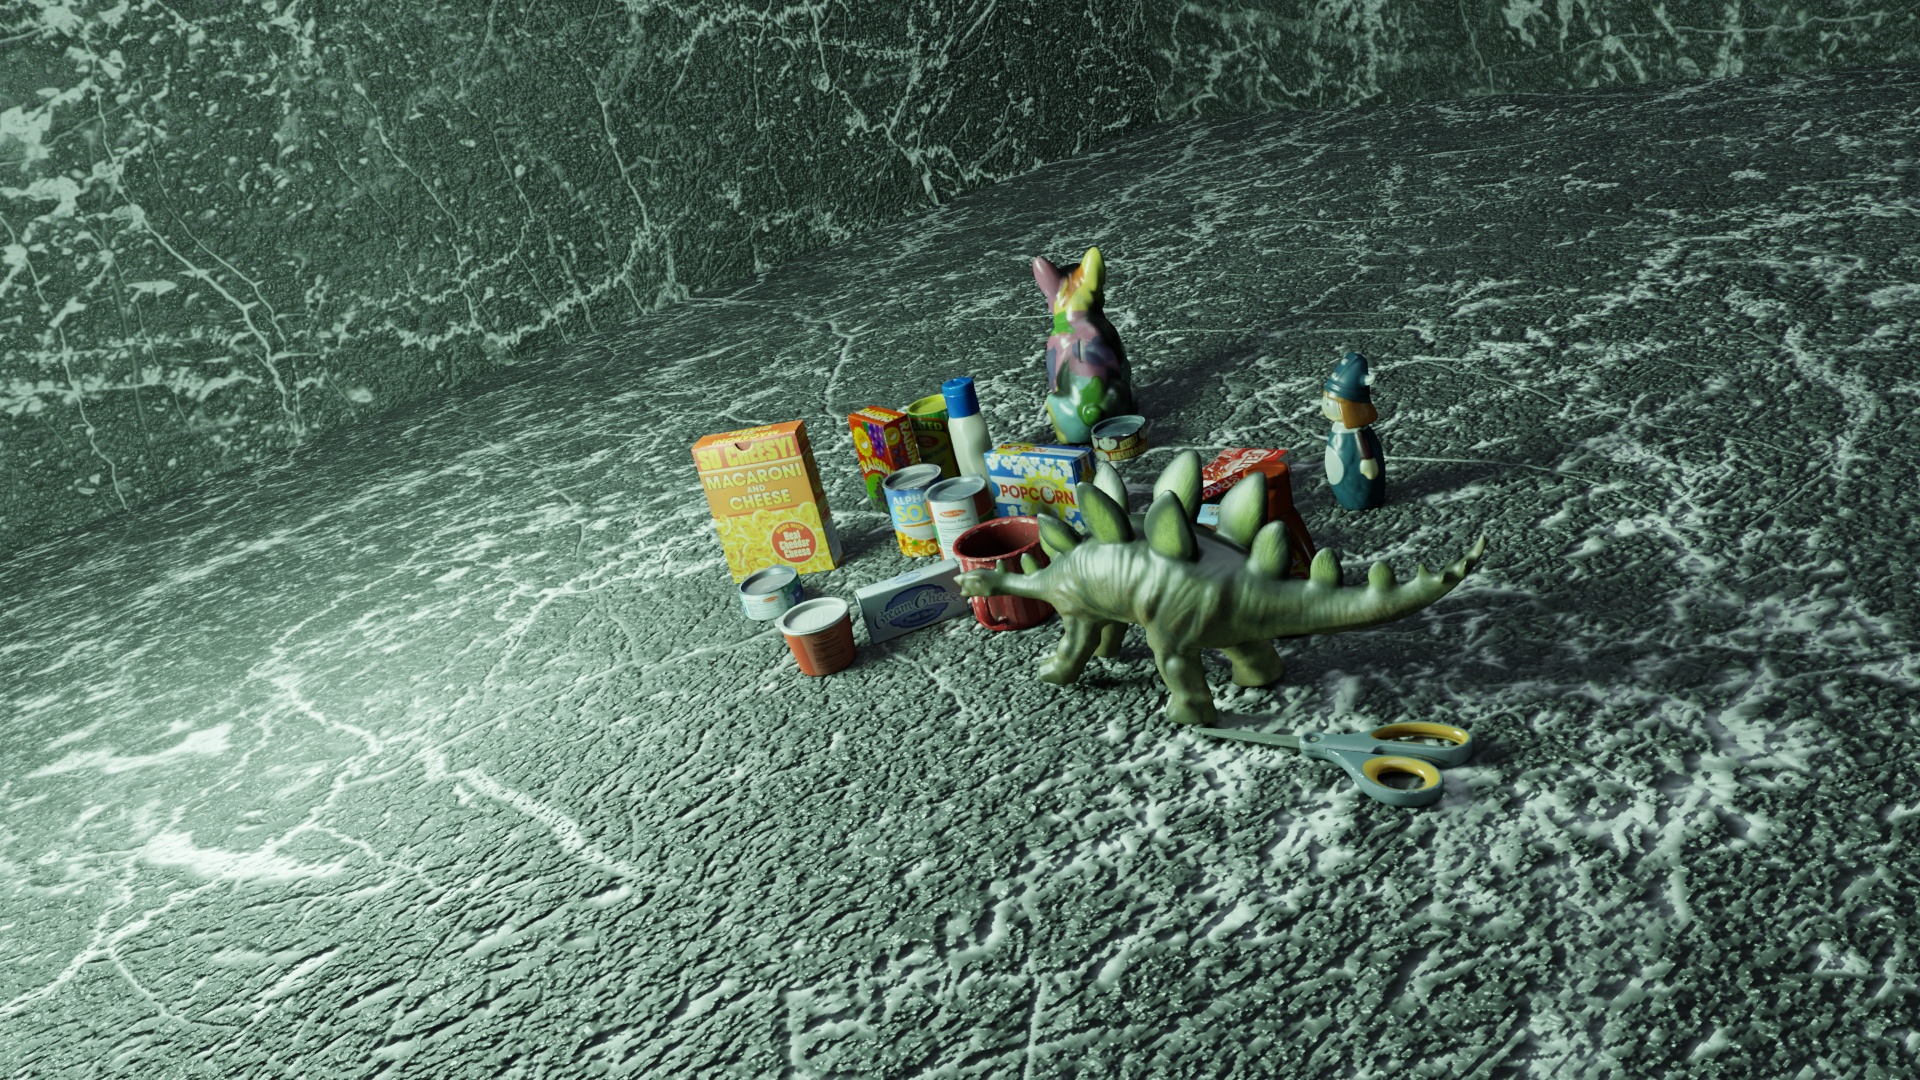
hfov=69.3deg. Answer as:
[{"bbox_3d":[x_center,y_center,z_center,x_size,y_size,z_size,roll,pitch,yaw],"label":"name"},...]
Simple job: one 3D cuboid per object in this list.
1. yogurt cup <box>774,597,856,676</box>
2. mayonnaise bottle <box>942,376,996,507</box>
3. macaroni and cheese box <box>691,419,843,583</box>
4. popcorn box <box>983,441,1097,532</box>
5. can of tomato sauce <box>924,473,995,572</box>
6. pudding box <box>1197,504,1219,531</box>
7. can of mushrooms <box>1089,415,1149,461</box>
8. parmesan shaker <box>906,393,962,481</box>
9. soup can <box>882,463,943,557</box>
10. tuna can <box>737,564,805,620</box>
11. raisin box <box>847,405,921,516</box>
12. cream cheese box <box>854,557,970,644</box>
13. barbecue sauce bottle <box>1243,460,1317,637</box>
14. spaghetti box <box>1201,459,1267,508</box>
[{"bbox_3d":[-0.132,0.093,1.318,0.072,0.053,0.073,-12,22,5],"label":"yogurt cup"},{"bbox_3d":[0.014,-0.112,1.585,0.041,0.147,0.065,-21,23,-15],"label":"mayonnaise bottle"},{"bbox_3d":[-0.211,-0.041,1.530,0.123,0.165,0.040,-9,23,14],"label":"macaroni and cheese box"},{"bbox_3d":[0.091,-0.058,1.495,0.126,0.085,0.038,8,31,43],"label":"popcorn box"},{"bbox_3d":[0.005,-0.018,1.456,0.071,0.082,0.071,-12,22,5],"label":"can of tomato sauce"},{"bbox_3d":[0.263,-0.006,1.315,0.083,0.049,0.030,3,28,36],"label":"pudding box"},{"bbox_3d":[0.190,-0.121,1.649,0.071,0.033,0.071,-12,23,5],"label":"can of mushrooms"},{"bbox_3d":[-0.018,-0.118,1.677,0.071,0.102,0.071,-12,22,5],"label":"parmesan shaker"},{"bbox_3d":[-0.043,-0.032,1.515,0.071,0.083,0.071,-12,22,5],"label":"soup can"},{"bbox_3d":[-0.200,0.055,1.474,0.071,0.032,0.071,-12,23,5],"label":"tuna can"},{"bbox_3d":[-0.082,-0.091,1.626,0.040,0.123,0.086,-26,25,-26],"label":"raisin box"},{"bbox_3d":[-0.046,0.059,1.345,0.104,0.053,0.024,-18,22,-9],"label":"cream cheese box"},{"bbox_3d":[0.264,0.007,1.155,0.065,0.148,0.044,-8,23,17],"label":"barbecue sauce bottle"},{"bbox_3d":[0.218,-0.012,1.357,0.251,0.050,0.029,-24,24,-23],"label":"spaghetti box"}]
